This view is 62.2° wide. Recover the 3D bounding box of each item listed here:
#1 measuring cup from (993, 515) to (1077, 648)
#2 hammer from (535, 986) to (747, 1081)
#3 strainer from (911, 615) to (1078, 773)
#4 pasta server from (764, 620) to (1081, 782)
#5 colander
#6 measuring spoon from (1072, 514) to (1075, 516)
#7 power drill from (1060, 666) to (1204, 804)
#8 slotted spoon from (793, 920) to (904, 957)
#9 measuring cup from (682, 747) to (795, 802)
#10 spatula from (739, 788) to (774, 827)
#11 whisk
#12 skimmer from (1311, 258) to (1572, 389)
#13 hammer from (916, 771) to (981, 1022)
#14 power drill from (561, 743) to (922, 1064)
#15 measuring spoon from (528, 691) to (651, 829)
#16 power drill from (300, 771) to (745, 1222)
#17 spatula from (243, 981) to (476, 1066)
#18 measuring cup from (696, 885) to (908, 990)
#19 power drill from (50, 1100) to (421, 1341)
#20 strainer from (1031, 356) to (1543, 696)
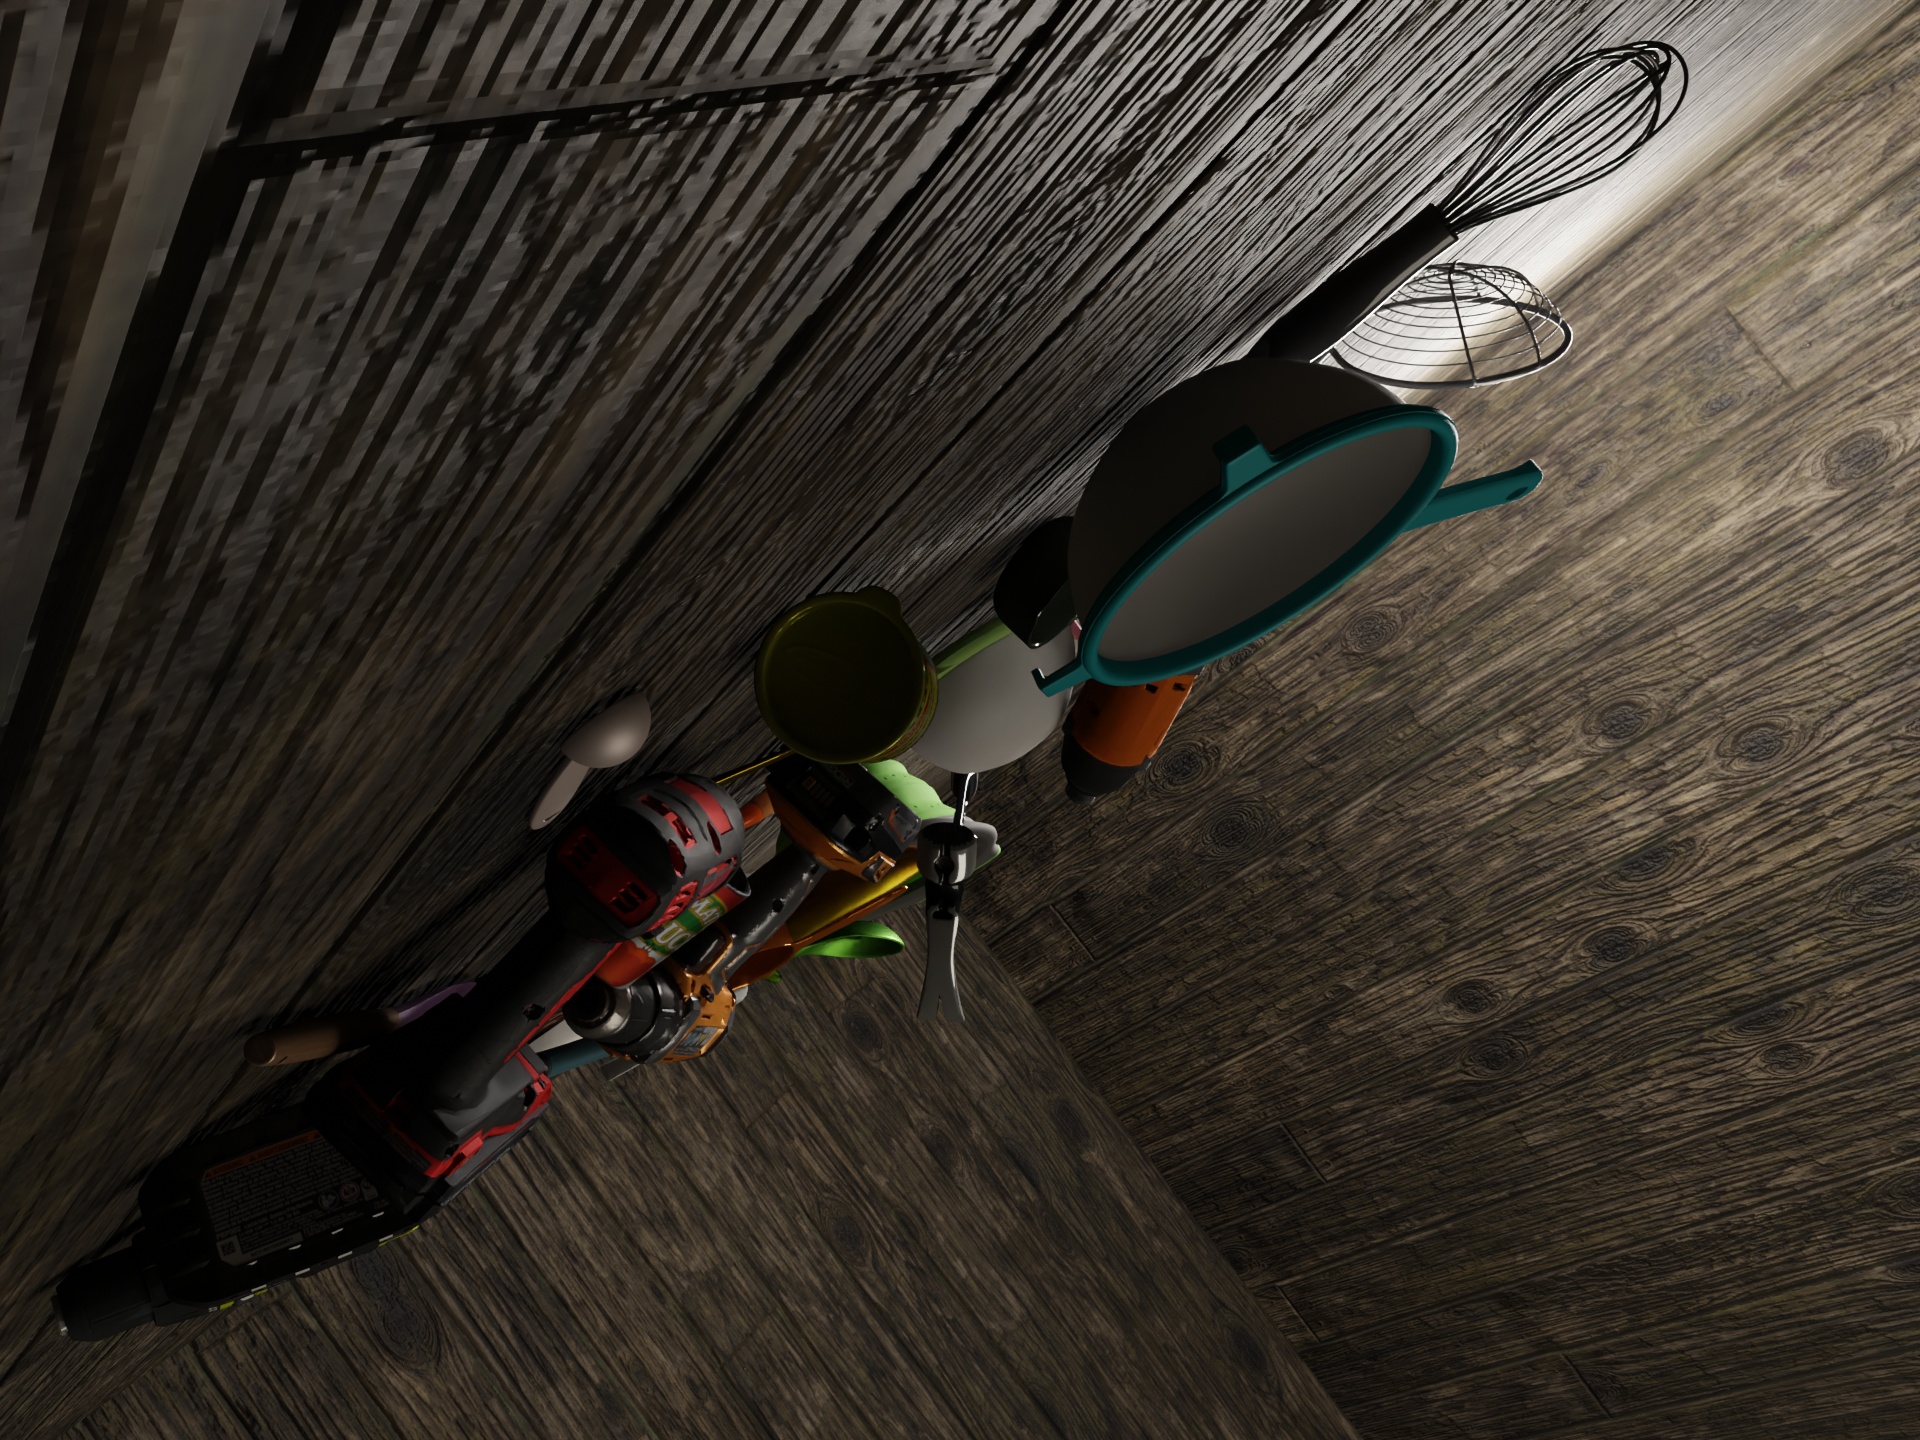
[{"bbox_3d":[0.070,-0.113,0.872,0.083,0.038,0.167,-30,156,-52],"label":"measuring cup"},{"bbox_3d":[-0.302,0.242,1.098,0.128,0.033,0.331,-38,163,36],"label":"hammer"},{"bbox_3d":[-0.002,-0.003,0.986,0.151,0.069,0.256,-40,168,30],"label":"strainer"},{"bbox_3d":[-0.010,-0.025,1.112,0.316,0.040,0.060,-34,163,-35],"label":"pasta server"},{"bbox_3d":[-0.126,0.093,1.218,0.204,0.095,0.397,-34,161,29],"label":"colander"},{"bbox_3d":[0.101,-0.139,0.933,0.117,0.011,0.021,-37,176,-3],"label":"measuring spoon"},{"bbox_3d":[0.130,-0.051,1.082,0.227,0.084,0.164,-61,176,-48],"label":"power drill"},{"bbox_3d":[-0.189,0.190,1.234,0.313,0.031,0.070,-6,161,-29],"label":"slotted spoon"},{"bbox_3d":[-0.102,0.008,0.806,0.156,0.029,0.062,-25,174,-10],"label":"measuring cup"},{"bbox_3d":[-0.114,0.055,1.068,0.322,0.041,0.081,-37,160,-37],"label":"spatula"},{"bbox_3d":[0.231,-0.234,0.757,0.239,0.055,0.055,-36,178,31],"label":"whisk"},{"bbox_3d":[0.185,-0.150,0.959,0.363,0.090,0.127,-37,-162,35],"label":"skimmer"},{"bbox_3d":[0.003,0.057,1.153,0.409,0.036,0.149,-80,173,-65],"label":"hammer"},{"bbox_3d":[-0.134,0.111,0.947,0.226,0.084,0.185,-48,165,-3],"label":"power drill"},{"bbox_3d":[-0.139,0.023,0.590,0.034,0.018,0.124,-35,177,-34],"label":"measuring spoon"},{"bbox_3d":[-0.184,0.112,0.728,0.219,0.078,0.143,-47,178,12],"label":"power drill"},{"bbox_3d":[-0.286,0.149,0.767,0.060,0.018,0.316,-38,178,-9],"label":"spatula"},{"bbox_3d":[-0.124,0.133,1.093,0.173,0.052,0.095,-25,162,-6],"label":"measuring cup"},{"bbox_3d":[-0.379,0.271,0.851,0.190,0.080,0.228,-16,166,-33],"label":"power drill"},{"bbox_3d":[0.181,-0.129,0.828,0.340,0.095,0.211,-17,157,-36],"label":"strainer"}]
